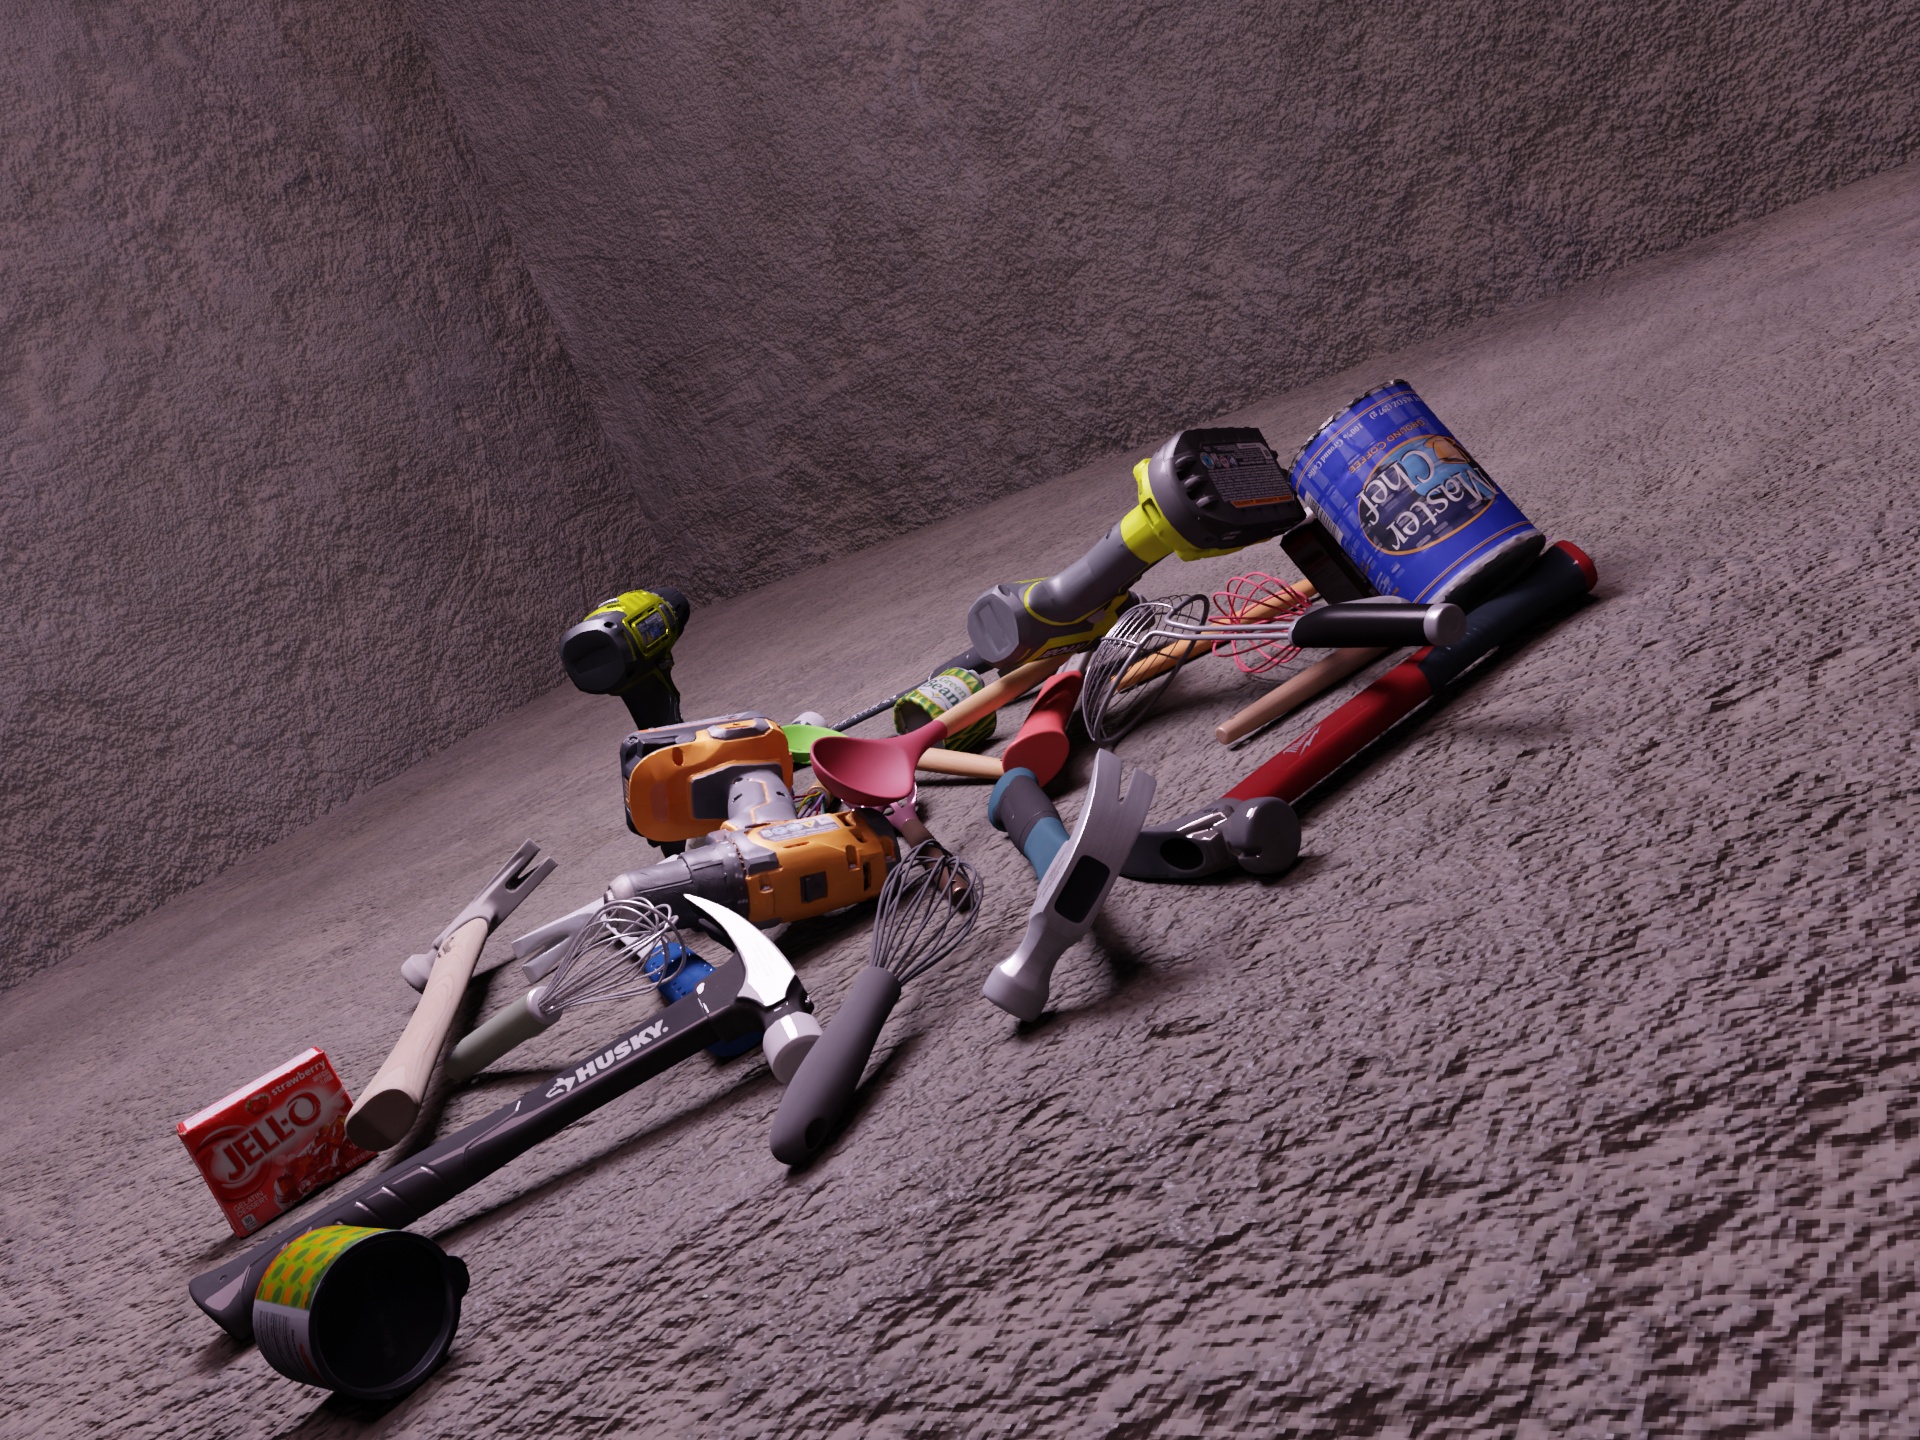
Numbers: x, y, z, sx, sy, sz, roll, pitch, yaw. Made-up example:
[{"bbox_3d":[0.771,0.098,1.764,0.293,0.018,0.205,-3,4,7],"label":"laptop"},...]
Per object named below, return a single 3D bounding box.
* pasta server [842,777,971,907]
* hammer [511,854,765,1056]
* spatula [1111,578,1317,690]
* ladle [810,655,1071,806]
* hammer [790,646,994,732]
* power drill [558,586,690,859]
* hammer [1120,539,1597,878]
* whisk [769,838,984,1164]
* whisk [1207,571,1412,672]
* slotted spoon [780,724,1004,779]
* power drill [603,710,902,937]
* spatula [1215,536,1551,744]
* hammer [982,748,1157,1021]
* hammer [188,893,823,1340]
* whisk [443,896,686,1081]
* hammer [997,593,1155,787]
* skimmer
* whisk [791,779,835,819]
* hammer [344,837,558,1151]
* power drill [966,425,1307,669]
[{"bbox_3d":[-0.033,0.074,1.087,0.060,0.040,0.316,-37,14,-3],"label":"pasta server"},{"bbox_3d":[-0.203,0.158,1.049,0.144,0.035,0.406,-27,12,-19],"label":"hammer"},{"bbox_3d":[0.263,-0.108,1.306,0.322,0.041,0.081,-26,9,-8],"label":"spatula"},{"bbox_3d":[-0.002,-0.004,1.117,0.315,0.069,0.031,-31,-28,-52],"label":"ladle"},{"bbox_3d":[-0.034,-0.031,1.439,0.409,0.036,0.149,-25,11,33],"label":"hammer"},{"bbox_3d":[-0.243,-0.004,1.362,0.080,0.228,0.190,-20,12,15],"label":"power drill"},{"bbox_3d":[0.245,-0.014,0.937,0.386,0.038,0.143,-31,12,-32],"label":"hammer"},{"bbox_3d":[-0.041,0.136,0.795,0.055,0.055,0.239,-17,21,29],"label":"whisk"},{"bbox_3d":[0.230,-0.066,1.061,0.073,0.073,0.296,-25,7,-8],"label":"whisk"},{"bbox_3d":[-0.056,0.029,1.286,0.070,0.031,0.314,-9,9,-37],"label":"slotted spoon"},{"bbox_3d":[-0.165,0.073,1.061,0.185,0.084,0.226,-11,24,-24],"label":"power drill"},{"bbox_3d":[0.291,-0.058,1.087,0.316,0.018,0.060,-29,0,-26],"label":"spatula"},{"bbox_3d":[0.045,0.066,0.893,0.128,0.033,0.331,-60,6,3],"label":"hammer"},{"bbox_3d":[-0.234,0.208,0.813,0.335,0.035,0.146,-30,37,-8],"label":"hammer"},{"bbox_3d":[-0.246,0.170,0.962,0.246,0.059,0.058,-35,13,36],"label":"whisk"},{"bbox_3d":[0.069,-0.016,1.242,0.149,0.036,0.359,-29,9,18],"label":"hammer"},{"bbox_3d":[0.192,-0.034,1.000,0.127,0.090,0.363,-46,20,-19],"label":"skimmer"},{"bbox_3d":[-0.120,0.071,1.272,0.051,0.047,0.245,-10,9,7],"label":"whisk"},{"bbox_3d":[-0.349,0.184,1.087,0.146,0.038,0.411,-47,13,-1],"label":"hammer"},{"bbox_3d":[0.130,-0.117,1.146,0.171,0.080,0.223,-14,-17,-47],"label":"power drill"}]
